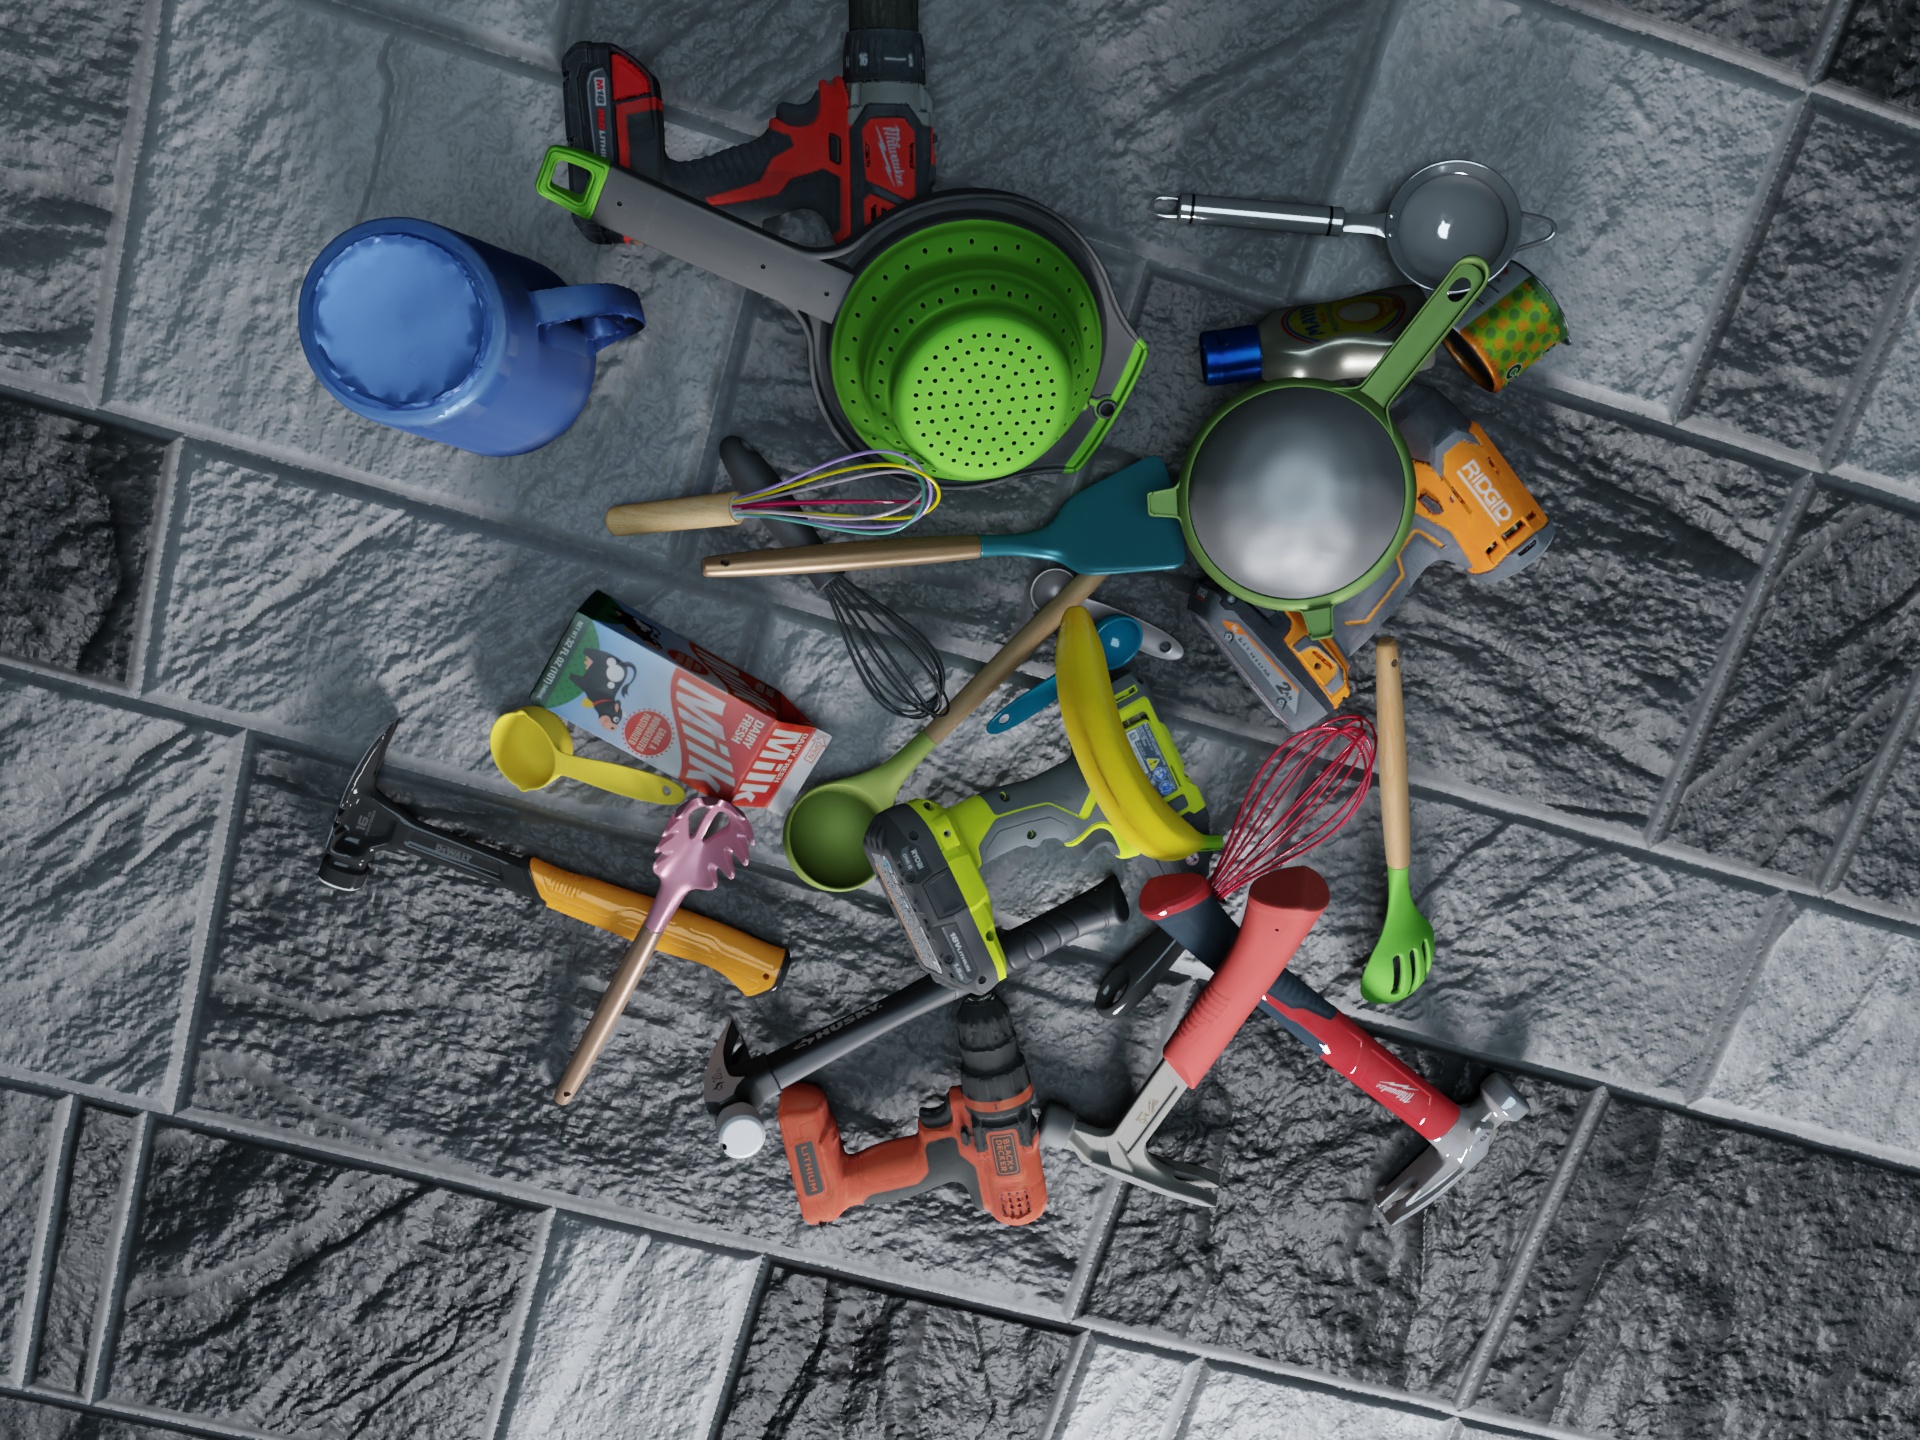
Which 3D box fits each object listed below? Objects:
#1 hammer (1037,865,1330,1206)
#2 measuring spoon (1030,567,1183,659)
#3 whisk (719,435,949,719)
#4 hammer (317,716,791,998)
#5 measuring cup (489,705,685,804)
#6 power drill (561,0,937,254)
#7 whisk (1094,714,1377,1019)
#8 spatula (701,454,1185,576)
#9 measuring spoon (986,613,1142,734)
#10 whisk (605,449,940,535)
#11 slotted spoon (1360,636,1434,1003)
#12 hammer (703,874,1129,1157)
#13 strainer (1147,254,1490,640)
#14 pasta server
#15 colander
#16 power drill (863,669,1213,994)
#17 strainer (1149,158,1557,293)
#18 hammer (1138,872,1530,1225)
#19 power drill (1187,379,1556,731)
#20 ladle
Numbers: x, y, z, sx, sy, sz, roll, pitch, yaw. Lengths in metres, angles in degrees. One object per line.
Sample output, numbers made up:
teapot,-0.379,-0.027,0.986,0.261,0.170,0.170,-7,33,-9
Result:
hammer,0.174,0.224,1.100,0.149,0.037,0.358,21,134,-2
measuring spoon,0.104,-0.073,1.119,0.124,0.018,0.034,25,109,-16
whisk,-0.085,-0.096,1.070,0.055,0.055,0.239,-37,89,7
hammer,-0.279,0.116,1.141,0.336,0.034,0.127,23,104,-9
measuring cup,-0.251,0.029,1.091,0.156,0.029,0.062,14,114,18
power drill,-0.127,-0.381,0.989,0.226,0.080,0.187,-1,106,-6
whisk,0.196,0.111,1.152,0.073,0.073,0.296,36,106,-12
spatula,-0.011,-0.119,1.048,0.317,0.044,0.082,-7,75,-14
measuring spoon,0.068,-0.033,1.101,0.128,0.021,0.042,-35,133,-1
whisk,-0.125,-0.137,1.033,0.245,0.047,0.051,-3,85,24
slotted spoon,0.305,0.081,1.118,0.070,0.031,0.313,-25,123,-21
hammer,-0.029,0.196,1.144,0.335,0.146,0.035,-26,107,-7
strainer,0.241,-0.185,0.988,0.151,0.069,0.256,40,101,9
pasta server,-0.226,0.168,1.119,0.060,0.040,0.316,22,118,-18
colander,-0.064,-0.243,0.967,0.396,0.095,0.204,19,120,-21
power drill,0.062,0.088,1.092,0.223,0.080,0.171,-27,96,-16
strainer,0.253,-0.327,1.041,0.258,0.050,0.087,6,92,2
hammer,0.253,0.235,1.152,0.386,0.038,0.143,39,101,-26
power drill,0.268,-0.119,1.080,0.226,0.084,0.164,-39,101,4
ladle,-0.002,-0.004,1.101,0.078,0.062,0.320,43,101,-13
